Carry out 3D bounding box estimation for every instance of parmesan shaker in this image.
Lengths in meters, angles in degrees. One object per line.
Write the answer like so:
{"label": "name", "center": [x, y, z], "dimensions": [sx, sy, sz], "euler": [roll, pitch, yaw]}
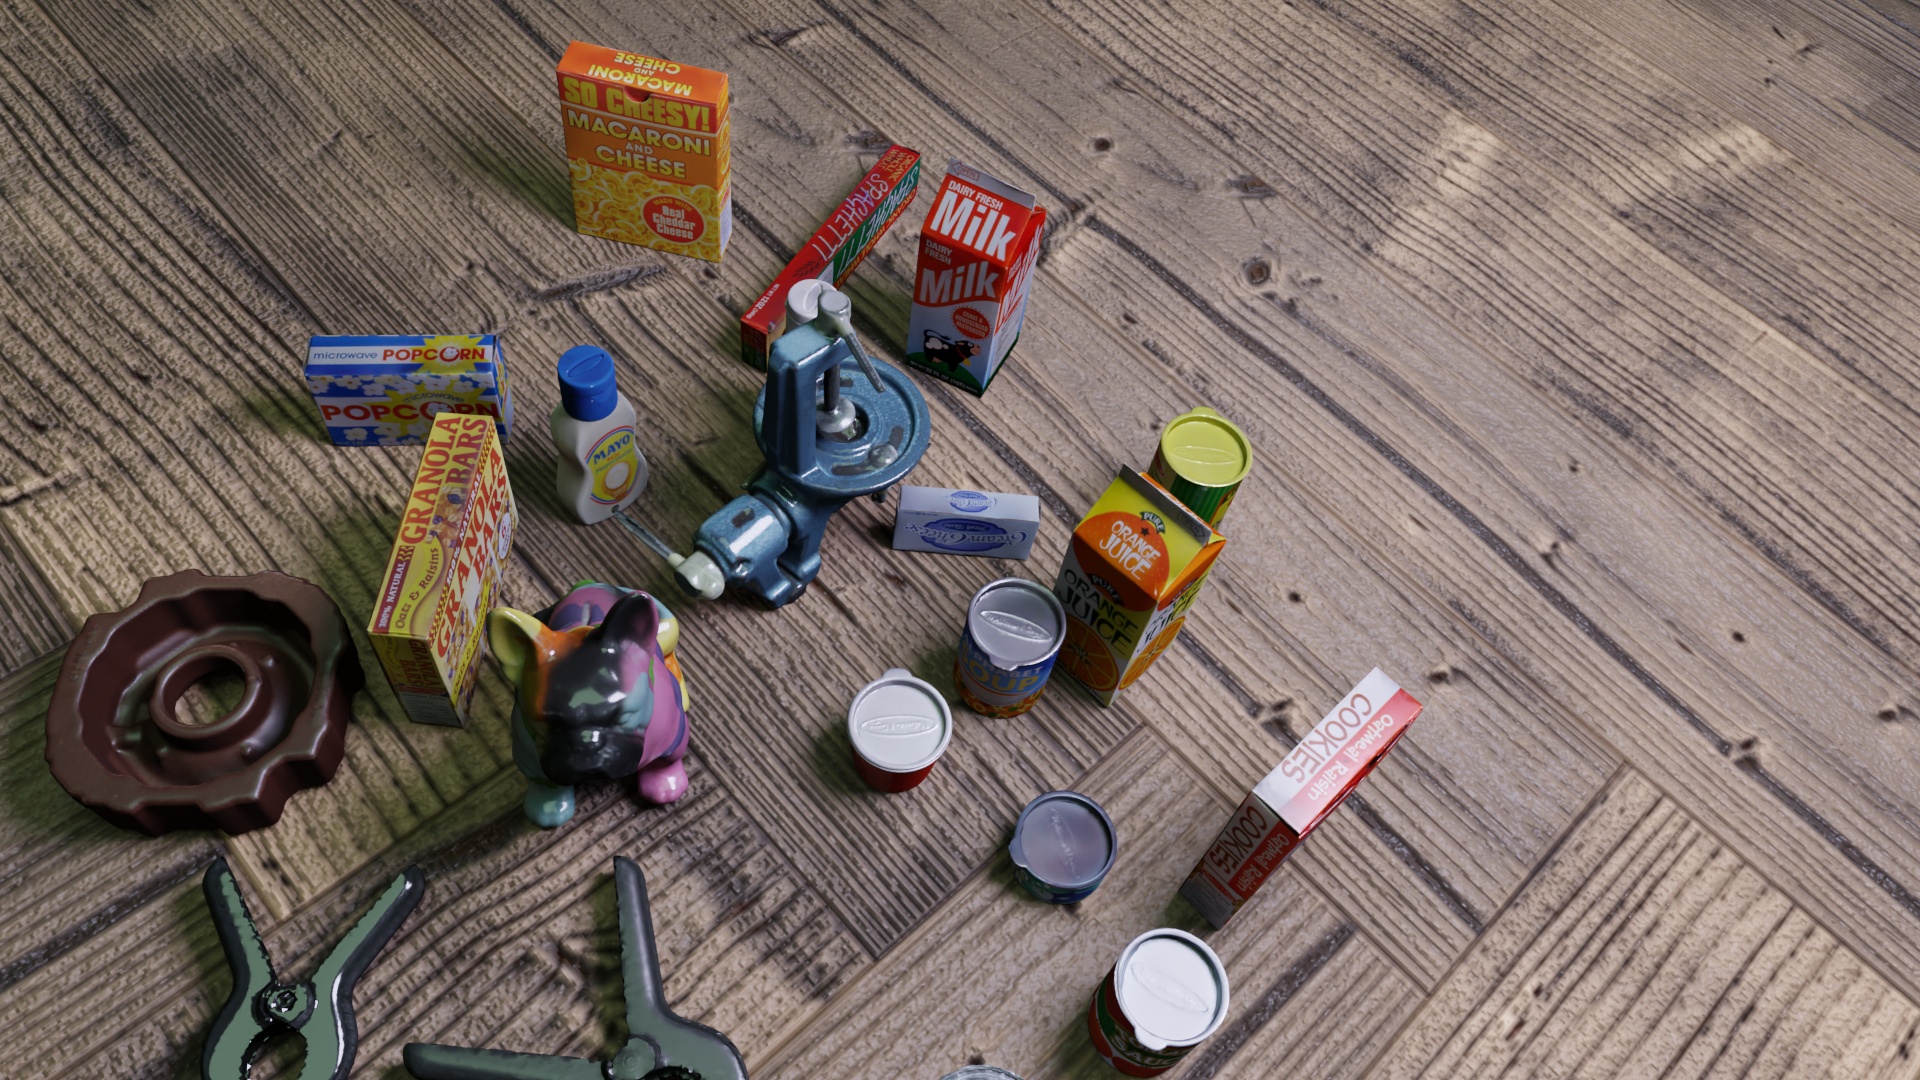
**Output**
{"label": "parmesan shaker", "center": [0.168, -0.040, 1.024], "dimensions": [0.071, 0.102, 0.071], "euler": [4, 57, -6]}

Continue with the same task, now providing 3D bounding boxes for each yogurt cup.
{"label": "yogurt cup", "center": [-0.042, 0.130, 0.910], "dimensions": [0.072, 0.053, 0.073], "euler": [4, 56, -6]}

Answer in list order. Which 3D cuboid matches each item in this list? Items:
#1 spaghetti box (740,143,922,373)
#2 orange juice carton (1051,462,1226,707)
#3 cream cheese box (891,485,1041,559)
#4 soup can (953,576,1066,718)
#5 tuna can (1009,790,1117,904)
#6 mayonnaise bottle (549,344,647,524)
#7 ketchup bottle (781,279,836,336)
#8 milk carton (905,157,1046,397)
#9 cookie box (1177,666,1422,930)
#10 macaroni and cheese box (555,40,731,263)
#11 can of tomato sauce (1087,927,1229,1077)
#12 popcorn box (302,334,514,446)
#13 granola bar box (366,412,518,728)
{"label": "spaghetti box", "center": [-0.103, -0.238, 1.146], "dimensions": [0.029, 0.050, 0.251], "euler": [27, 57, 9]}
{"label": "orange juice carton", "center": [0.113, 0.025, 0.919], "dimensions": [0.072, 0.191, 0.073], "euler": [42, 61, 18]}
{"label": "cream cheese box", "center": [0.004, -0.013, 1.011], "dimensions": [0.104, 0.053, 0.024], "euler": [5, 57, -6]}
{"label": "soup can", "center": [0.031, 0.076, 0.938], "dimensions": [0.071, 0.083, 0.072], "euler": [4, 56, -6]}
{"label": "tuna can", "center": [0.063, 0.198, 0.893], "dimensions": [0.071, 0.032, 0.071], "euler": [4, 56, -6]}
{"label": "mayonnaise bottle", "center": [-0.251, -0.073, 0.956], "dimensions": [0.041, 0.147, 0.065], "euler": [42, 61, 18]}
{"label": "ketchup bottle", "center": [-0.111, -0.127, 1.012], "dimensions": [0.043, 0.148, 0.065], "euler": [14, 56, 1]}
{"label": "milk carton", "center": [0.012, -0.205, 1.057], "dimensions": [0.072, 0.189, 0.074], "euler": [26, 57, 9]}
{"label": "cookie box", "center": [0.207, 0.162, 0.857], "dimensions": [0.123, 0.166, 0.040], "euler": [-37, 69, -27]}
{"label": "macaroni and cheese box", "center": [-0.246, -0.302, 1.097], "dimensions": [0.124, 0.165, 0.040], "euler": [12, 56, -1]}
{"label": "can of tomato sauce", "center": [0.114, 0.276, 0.819], "dimensions": [0.071, 0.082, 0.071], "euler": [4, 56, -6]}
{"label": "popcorn box", "center": [-0.392, -0.107, 0.995], "dimensions": [0.127, 0.084, 0.038], "euler": [-2, 57, -10]}
{"label": "granola bar box", "center": [-0.330, 0.019, 0.897], "dimensions": [0.039, 0.123, 0.166], "euler": [6, 56, -5]}
